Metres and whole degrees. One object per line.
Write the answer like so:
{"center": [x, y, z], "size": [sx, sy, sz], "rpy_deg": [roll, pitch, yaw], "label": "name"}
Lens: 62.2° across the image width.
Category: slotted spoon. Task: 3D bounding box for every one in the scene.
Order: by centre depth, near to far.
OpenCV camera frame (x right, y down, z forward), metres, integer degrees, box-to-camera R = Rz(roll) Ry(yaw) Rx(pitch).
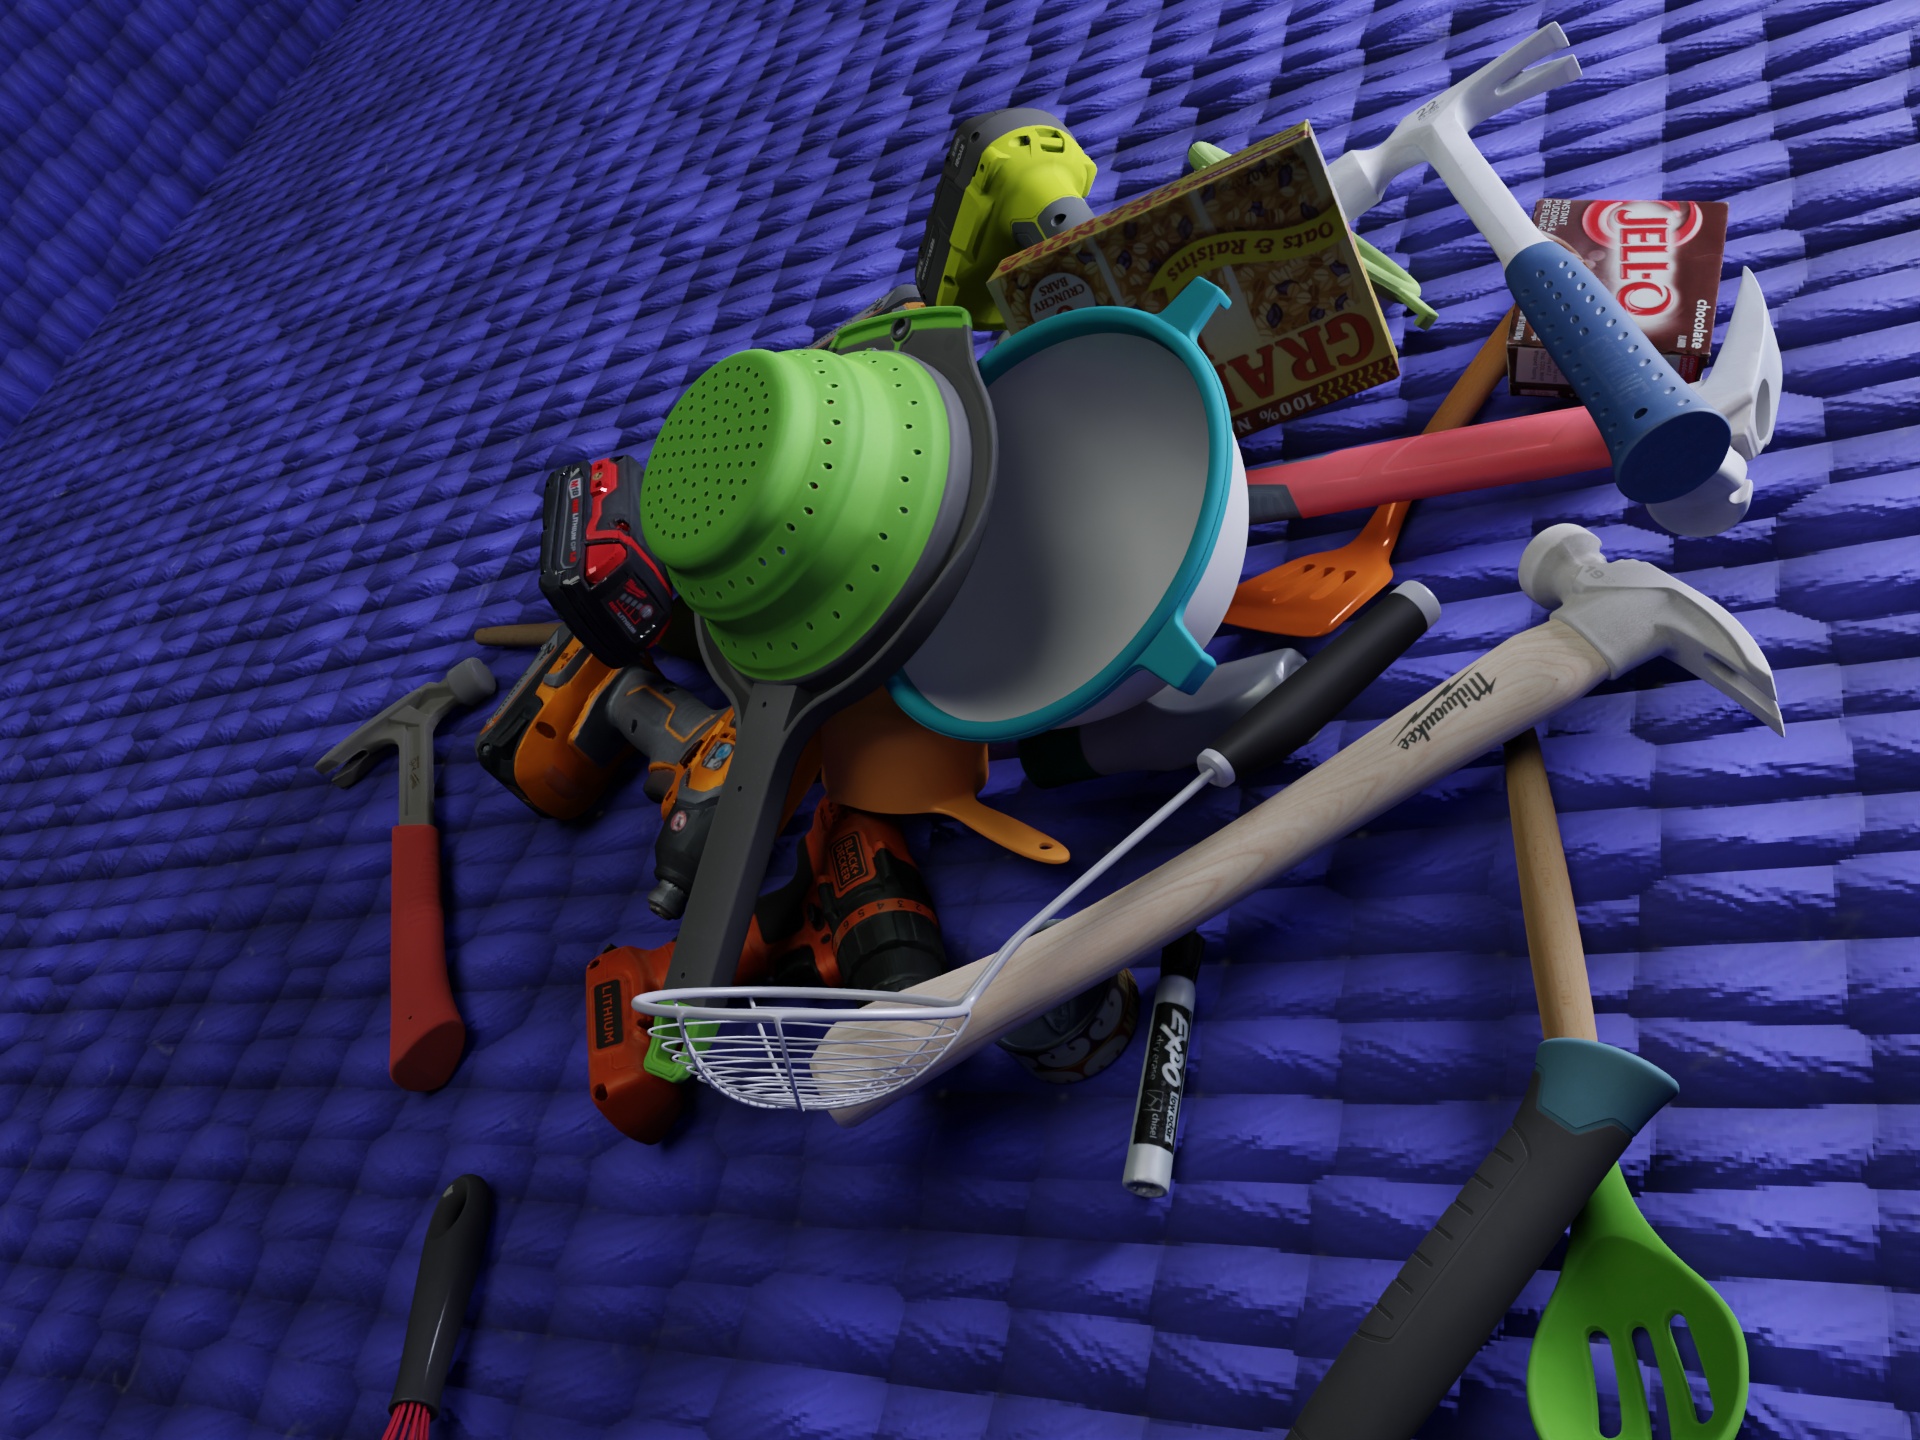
{"center": [0.224, 0.119, 0.577], "size": [0.070, 0.031, 0.314], "rpy_deg": [-26, 39, 32], "label": "slotted spoon"}

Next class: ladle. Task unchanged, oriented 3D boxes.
{"center": [-0.251, -0.072, 1.102], "size": [0.320, 0.062, 0.078], "rpy_deg": [2, 24, 43], "label": "ladle"}

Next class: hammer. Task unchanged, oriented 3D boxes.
{"center": [0.119, 0.239, 0.518], "size": [0.331, 0.033, 0.128], "rpy_deg": [-52, 42, -3], "label": "hammer"}
{"center": [0.123, 0.058, 0.655], "size": [0.410, 0.038, 0.146], "rpy_deg": [-31, 32, 2], "label": "hammer"}
{"center": [0.267, -0.221, 0.738], "size": [0.144, 0.035, 0.406], "rpy_deg": [-31, 31, 22], "label": "hammer"}
{"center": [0.181, -0.124, 0.769], "size": [0.386, 0.038, 0.143], "rpy_deg": [-4, 43, 40], "label": "hammer"}
{"center": [-0.365, 0.101, 1.045], "size": [0.149, 0.036, 0.359], "rpy_deg": [-34, 40, 8], "label": "hammer"}

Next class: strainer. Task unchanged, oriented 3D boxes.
{"center": [0.012, -0.068, 0.789], "size": [0.340, 0.095, 0.211], "rpy_deg": [-13, 63, 42], "label": "strainer"}
{"center": [0.178, -0.279, 0.937], "size": [0.069, 0.151, 0.257], "rpy_deg": [-57, 13, 23], "label": "strainer"}

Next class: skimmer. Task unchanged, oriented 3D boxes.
{"center": [0.041, 0.034, 0.640], "size": [0.363, 0.090, 0.127], "rpy_deg": [-38, 2, -12], "label": "skimmer"}

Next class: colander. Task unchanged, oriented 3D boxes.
{"center": [-0.108, -0.032, 0.751], "size": [0.205, 0.094, 0.397], "rpy_deg": [5, 75, 46], "label": "colander"}

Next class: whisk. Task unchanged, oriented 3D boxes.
{"center": [-0.256, 0.337, 0.732], "size": [0.073, 0.073, 0.296], "rpy_deg": [-25, 35, 17], "label": "whisk"}

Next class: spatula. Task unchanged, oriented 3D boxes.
{"center": [0.241, -0.154, 0.802], "size": [0.081, 0.041, 0.323], "rpy_deg": [18, 65, 51], "label": "spatula"}

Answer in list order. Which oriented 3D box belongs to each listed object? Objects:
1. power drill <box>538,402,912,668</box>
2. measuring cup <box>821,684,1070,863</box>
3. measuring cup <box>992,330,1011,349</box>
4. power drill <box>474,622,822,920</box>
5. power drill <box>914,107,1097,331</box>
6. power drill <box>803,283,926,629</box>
{"center": [-0.127, -0.117, 0.921], "size": [0.219, 0.078, 0.143], "rpy_deg": [-19, 50, 11], "label": "power drill"}
{"center": [-0.004, 0.019, 0.790], "size": [0.095, 0.052, 0.174], "rpy_deg": [-18, 28, -33], "label": "measuring cup"}
{"center": [0.072, -0.214, 0.990], "size": [0.083, 0.038, 0.168], "rpy_deg": [-40, 38, 0], "label": "measuring cup"}
{"center": [-0.185, 0.026, 0.942], "size": [0.227, 0.084, 0.164], "rpy_deg": [13, 62, 39], "label": "power drill"}
{"center": [0.060, -0.233, 0.914], "size": [0.223, 0.080, 0.171], "rpy_deg": [59, 142, 36], "label": "power drill"}
{"center": [-0.056, -0.159, 1.013], "size": [0.185, 0.084, 0.226], "rpy_deg": [-30, 45, 14], "label": "power drill"}
